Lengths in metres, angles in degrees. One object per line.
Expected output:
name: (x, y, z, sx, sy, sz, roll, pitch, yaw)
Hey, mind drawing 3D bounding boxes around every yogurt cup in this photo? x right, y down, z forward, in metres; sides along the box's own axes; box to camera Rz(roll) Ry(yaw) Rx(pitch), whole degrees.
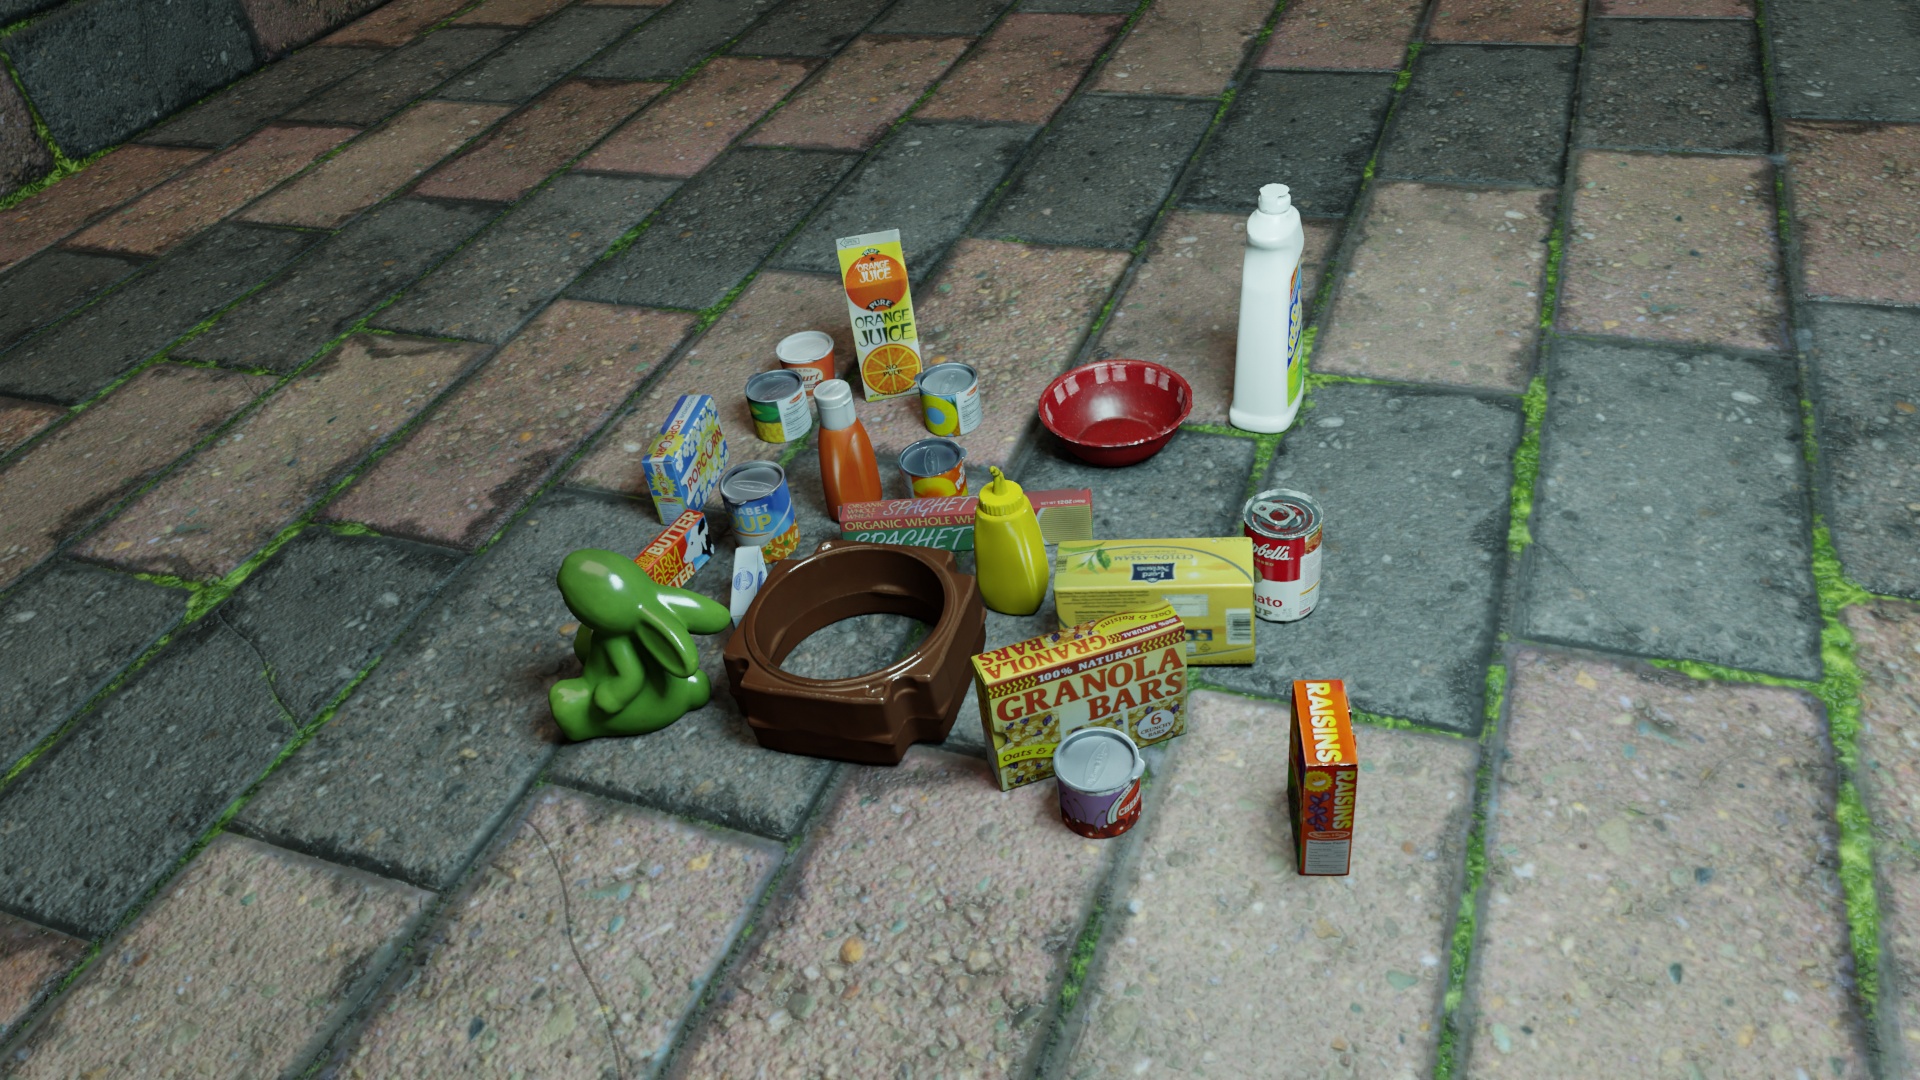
yogurt cup: (-0.179, -0.207, 1.632, 0.072, 0.053, 0.073, -5, 39, 4)

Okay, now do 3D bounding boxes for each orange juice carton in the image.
orange juice carton: (-0.090, -0.260, 1.570, 0.072, 0.191, 0.073, -10, 38, -2)

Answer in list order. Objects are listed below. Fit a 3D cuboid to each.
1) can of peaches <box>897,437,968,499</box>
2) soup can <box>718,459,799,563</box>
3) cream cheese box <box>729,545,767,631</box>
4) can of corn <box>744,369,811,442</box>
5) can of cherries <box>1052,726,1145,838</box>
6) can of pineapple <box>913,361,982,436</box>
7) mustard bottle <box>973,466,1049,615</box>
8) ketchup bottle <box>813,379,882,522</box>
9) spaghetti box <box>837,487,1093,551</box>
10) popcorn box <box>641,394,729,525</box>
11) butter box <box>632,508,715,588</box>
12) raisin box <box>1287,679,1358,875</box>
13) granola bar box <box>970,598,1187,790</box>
can of peaches: (-0.025, -0.063, 1.420, 0.071, 0.057, 0.071, -5, 39, 4)
soup can: (-0.201, -0.026, 1.387, 0.071, 0.083, 0.072, -5, 39, 4)
cream cheese box: (-0.197, 0.057, 1.307, 0.024, 0.053, 0.104, -8, 38, 1)
can of corn: (-0.206, -0.152, 1.565, 0.071, 0.058, 0.071, -5, 39, 4)
can of cherries: (0.109, 0.190, 1.080, 0.071, 0.058, 0.072, -5, 39, 4)
can of pineapple: (-0.013, -0.156, 1.534, 0.071, 0.057, 0.071, -5, 39, 4)
mustard bottle: (0.043, -0.004, 1.253, 0.065, 0.159, 0.049, 8, 41, 20)
ketchup bottle: (-0.116, -0.091, 1.400, 0.043, 0.148, 0.065, 19, 46, 31)
spaghetti box: (0.005, -0.017, 1.364, 0.250, 0.050, 0.029, -4, 39, 6)
popcorn box: (-0.291, -0.087, 1.478, 0.038, 0.084, 0.127, 1, 40, 13)
butter box: (-0.286, 0.020, 1.370, 0.024, 0.052, 0.104, 14, 44, 26)
raisin box: (0.265, 0.174, 1.018, 0.040, 0.122, 0.086, -2, 39, 8)
granola bar box: (0.099, 0.124, 1.110, 0.166, 0.123, 0.039, -16, 39, -9)
